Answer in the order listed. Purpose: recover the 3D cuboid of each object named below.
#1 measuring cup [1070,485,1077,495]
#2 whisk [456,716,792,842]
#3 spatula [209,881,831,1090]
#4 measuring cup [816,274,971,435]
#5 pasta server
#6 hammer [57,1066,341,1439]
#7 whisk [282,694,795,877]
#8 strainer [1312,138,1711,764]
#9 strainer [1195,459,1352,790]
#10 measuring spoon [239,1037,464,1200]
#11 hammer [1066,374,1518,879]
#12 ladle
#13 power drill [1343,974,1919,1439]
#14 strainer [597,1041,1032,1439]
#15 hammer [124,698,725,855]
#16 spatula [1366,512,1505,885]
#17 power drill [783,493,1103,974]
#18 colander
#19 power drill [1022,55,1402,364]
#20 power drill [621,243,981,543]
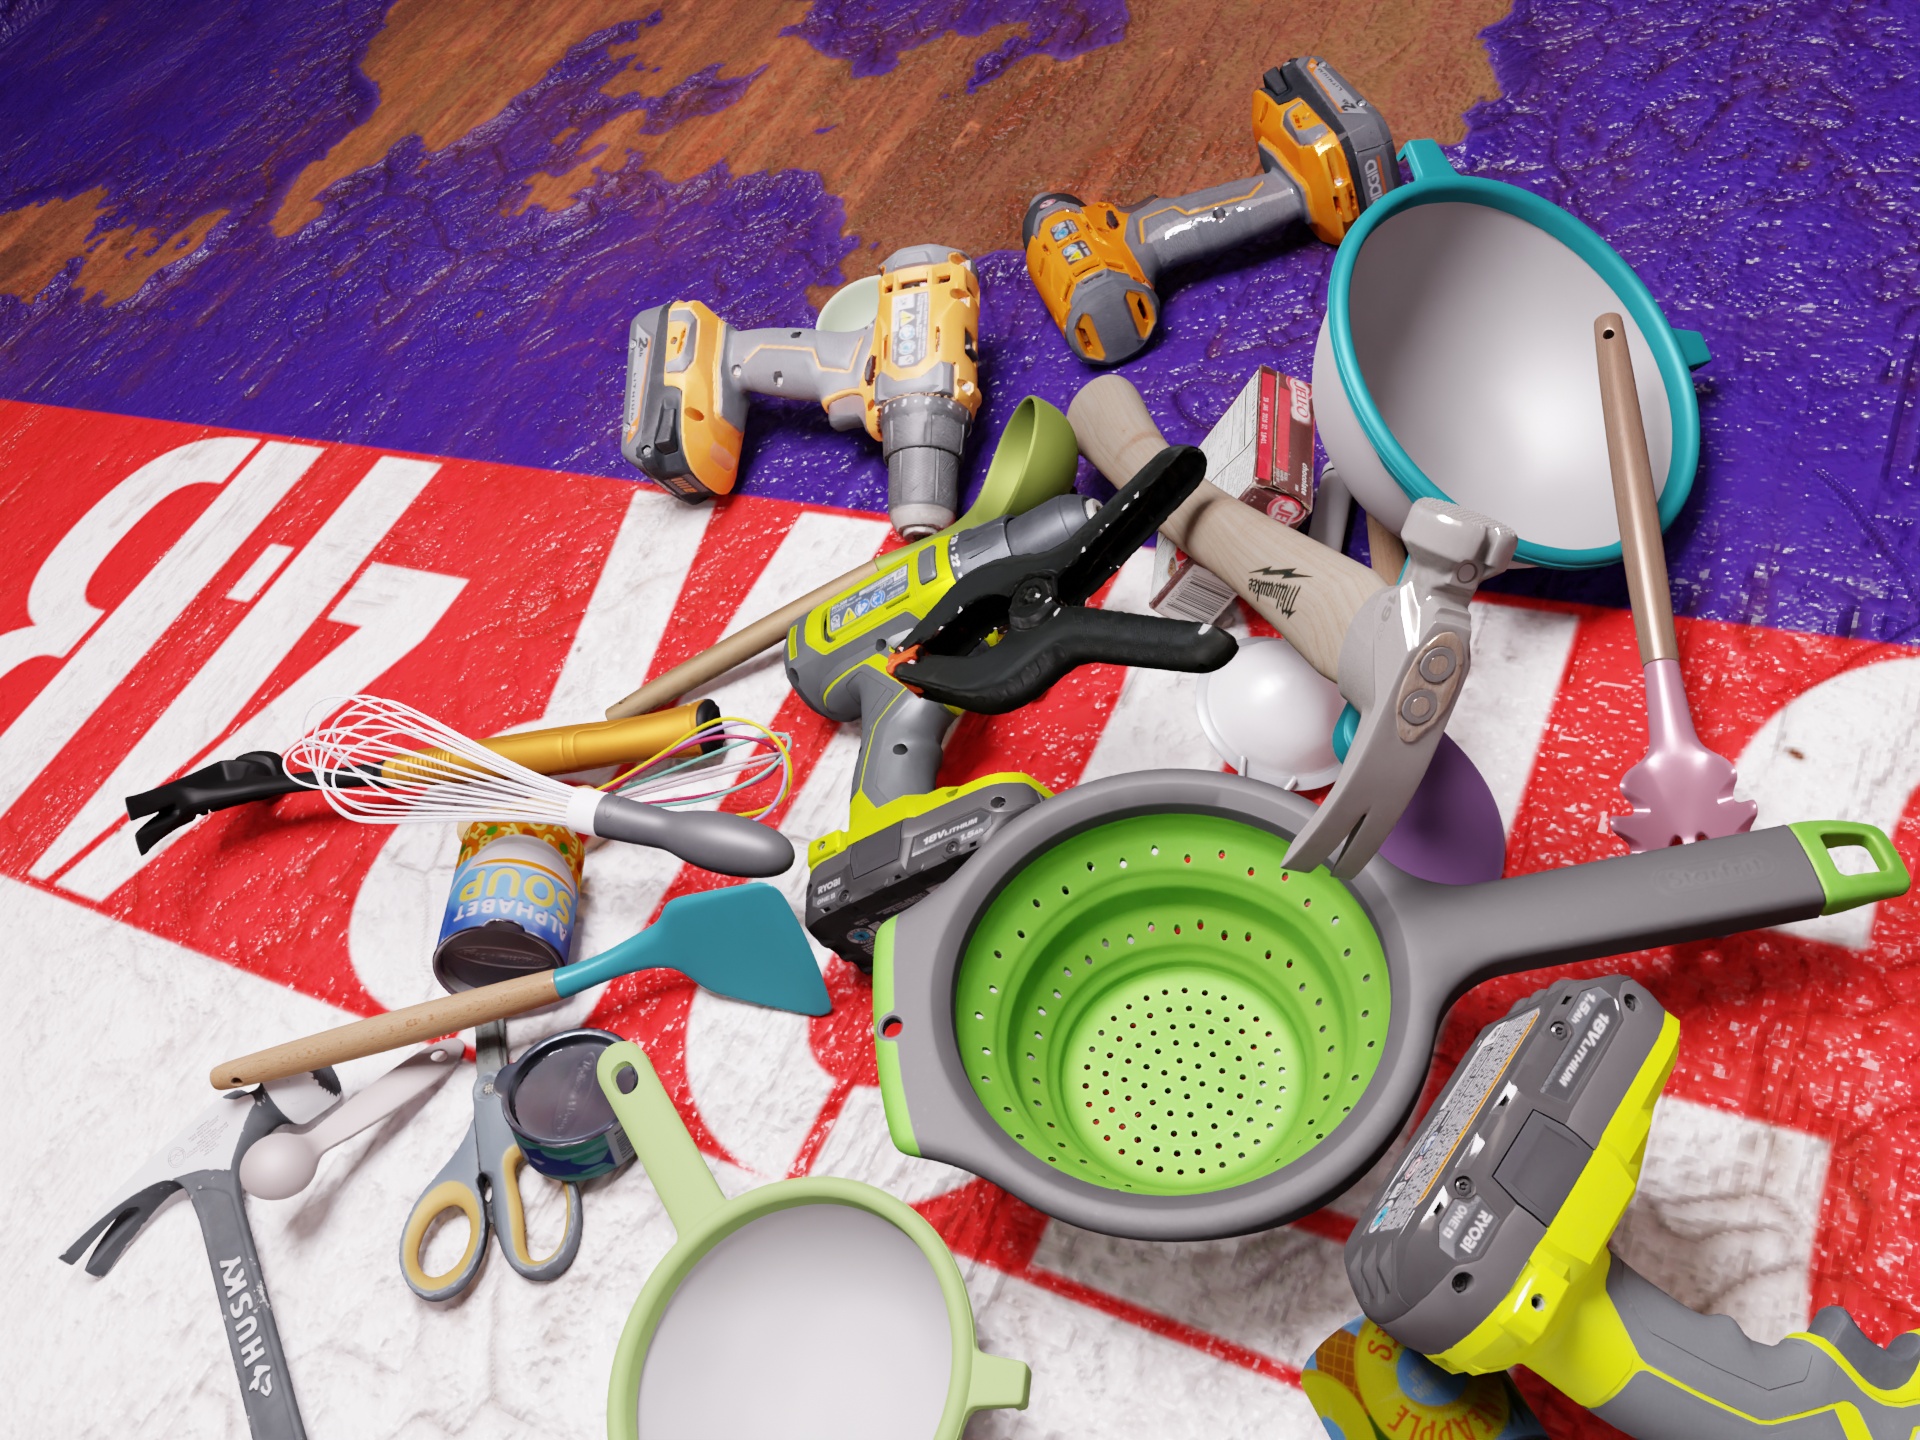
[{"bbox_3d":[0.043,-0.075,0.897,0.062,0.029,0.157,-12,59,19],"label":"measuring cup"},{"bbox_3d":[-0.184,0.038,0.850,0.245,0.047,0.051,-13,43,33],"label":"whisk"},{"bbox_3d":[-0.223,0.141,0.779,0.317,0.082,0.044,-16,30,5],"label":"spatula"},{"bbox_3d":[-0.033,-0.228,1.047,0.083,0.038,0.168,-34,58,-2],"label":"measuring cup"},{"bbox_3d":[0.307,-0.052,0.707,0.060,0.040,0.316,-10,65,26],"label":"pasta server"},{"bbox_3d":[-0.299,0.328,0.692,0.149,0.036,0.409,-35,48,-6],"label":"hammer"},{"bbox_3d":[-0.215,0.040,0.800,0.284,0.070,0.070,12,57,16],"label":"whisk"},{"bbox_3d":[0.227,-0.107,0.771,0.211,0.095,0.340,32,65,-8],"label":"strainer"},{"bbox_3d":[0.177,-0.059,0.807,0.087,0.050,0.259,21,51,0],"label":"strainer"},{"bbox_3d":[-0.297,0.190,0.785,0.034,0.018,0.124,34,44,22],"label":"measuring spoon"},{"bbox_3d":[0.116,-0.081,0.745,0.038,0.146,0.411,12,20,-18],"label":"hammer"},{"bbox_3d":[-0.075,-0.082,0.903,0.320,0.062,0.078,-28,29,11],"label":"ladle"},{"bbox_3d":[0.254,0.190,0.504,0.223,0.080,0.171,37,71,10],"label":"power drill"},{"bbox_3d":[-0.084,0.234,0.658,0.151,0.069,0.257,-38,47,-7],"label":"strainer"},{"bbox_3d":[-0.300,0.026,0.913,0.337,0.034,0.127,-8,11,11],"label":"hammer"},{"bbox_3d":[0.221,-0.034,0.788,0.060,0.018,0.316,-6,51,13],"label":"spatula"},{"bbox_3d":[-0.001,-0.003,0.791,0.190,0.080,0.229,-27,45,25],"label":"power drill"},{"bbox_3d":[0.167,0.111,0.645,0.397,0.094,0.205,-11,50,5],"label":"colander"},{"bbox_3d":[0.149,-0.334,1.027,0.226,0.084,0.164,-26,47,6],"label":"power drill"},{"bbox_3d":[-0.096,-0.190,0.995,0.226,0.084,0.185,-5,74,19],"label":"power drill"}]
